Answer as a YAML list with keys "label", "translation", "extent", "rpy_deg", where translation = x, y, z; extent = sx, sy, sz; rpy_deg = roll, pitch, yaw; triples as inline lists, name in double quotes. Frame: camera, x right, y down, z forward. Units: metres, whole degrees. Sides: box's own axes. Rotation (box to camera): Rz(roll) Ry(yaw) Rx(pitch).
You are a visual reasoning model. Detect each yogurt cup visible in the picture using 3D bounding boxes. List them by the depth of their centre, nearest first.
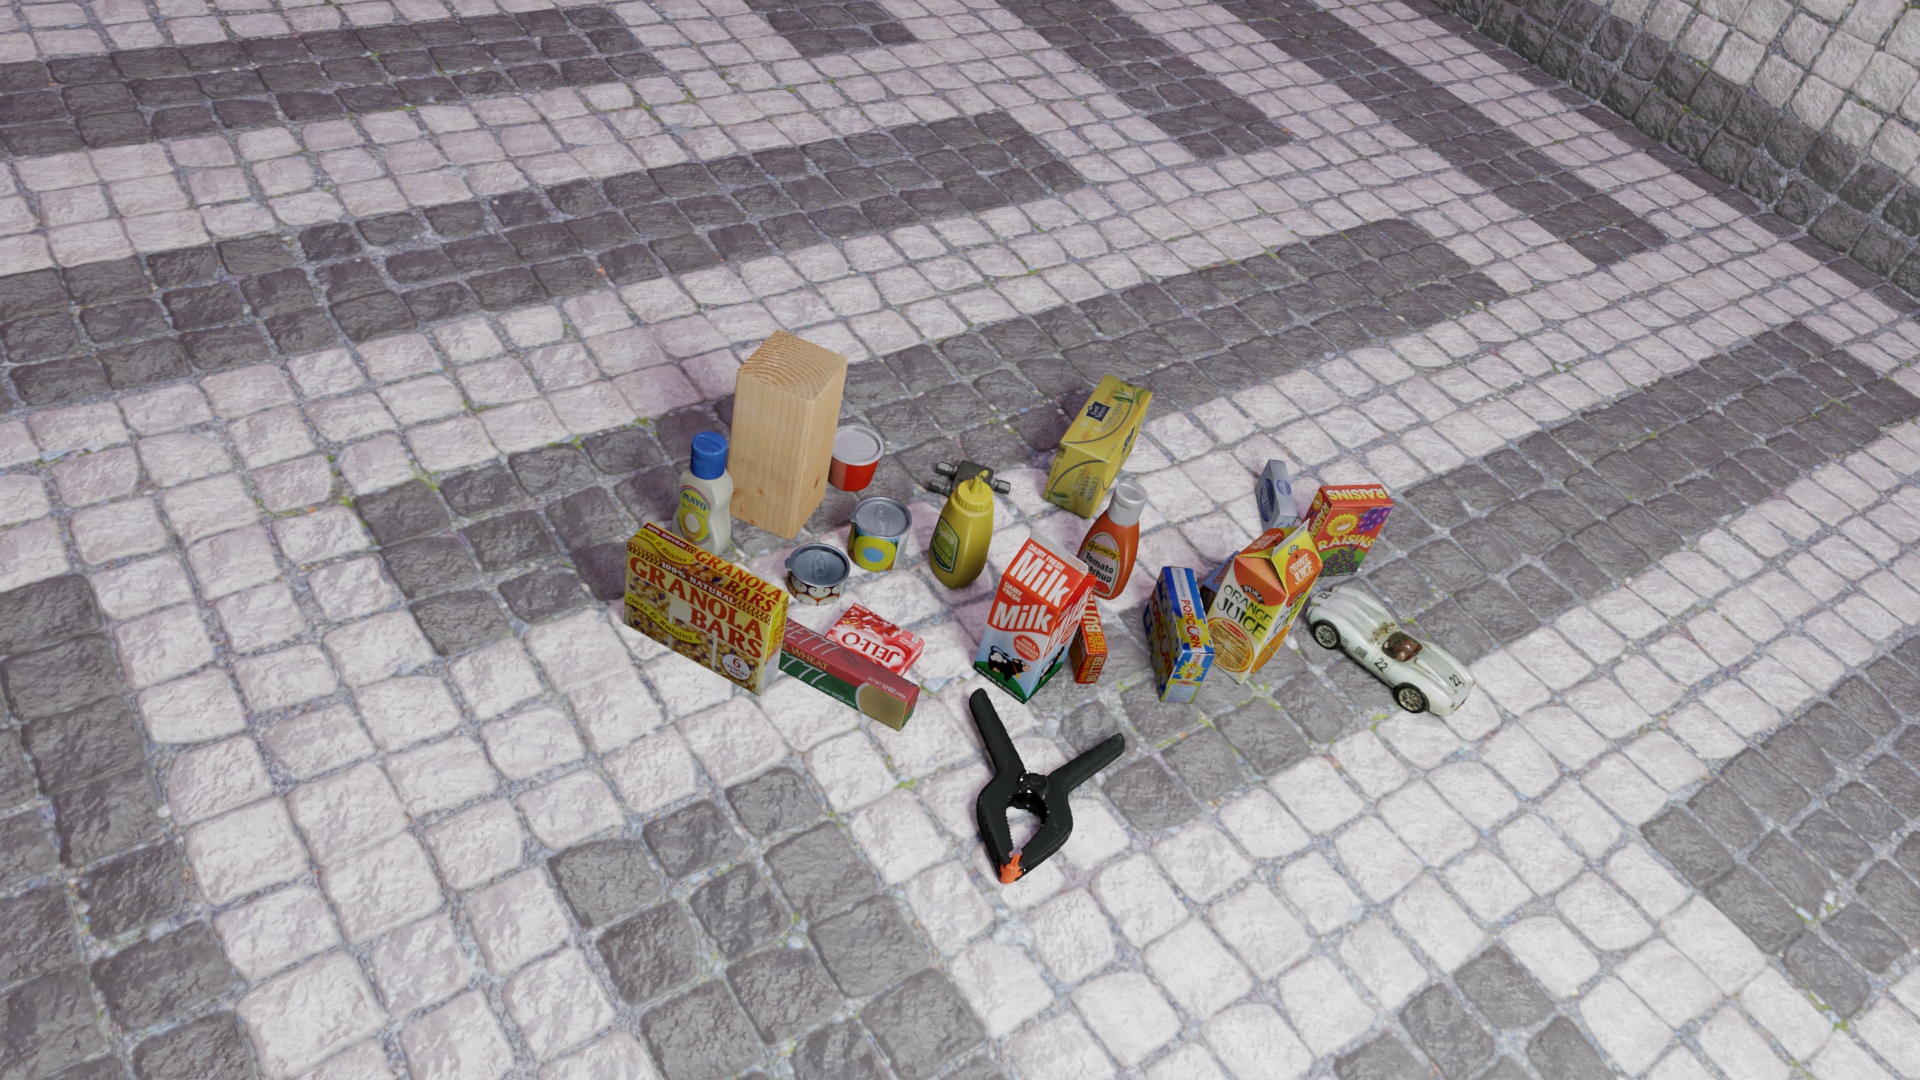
- label: "yogurt cup"
  translation: [-0.128, -0.094, 1.628]
  extent: [0.072, 0.053, 0.073]
  rpy_deg: [8, 44, -8]

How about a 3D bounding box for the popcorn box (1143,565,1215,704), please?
- label: "popcorn box"
  translation: [0.235, 0.101, 1.506]
  extent: [0.038, 0.084, 0.127]
  rpy_deg: [5, 44, -11]

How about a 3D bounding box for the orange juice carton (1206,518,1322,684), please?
- label: "orange juice carton"
  translation: [0.324, 0.059, 1.496]
  extent: [0.073, 0.191, 0.072]
  rpy_deg: [39, 48, 23]

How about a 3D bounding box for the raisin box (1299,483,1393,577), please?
- label: "raisin box"
  translation: [0.449, -0.010, 1.651]
  extent: [0.086, 0.122, 0.040]
  rpy_deg: [-2, 46, -17]

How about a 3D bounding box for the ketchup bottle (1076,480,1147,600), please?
- label: "ketchup bottle"
  translation: [0.171, -0.003, 1.548]
  extent: [0.065, 0.148, 0.044]
  rpy_deg: [33, 46, 18]

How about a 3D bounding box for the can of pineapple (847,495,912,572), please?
- label: "can of pineapple"
  translation: [-0.092, -0.007, 1.546]
  extent: [0.071, 0.057, 0.071]
  rpy_deg: [8, 44, -8]

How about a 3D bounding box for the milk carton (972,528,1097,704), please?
- label: "milk carton"
  translation: [0.079, 0.072, 1.416]
  extent: [0.072, 0.189, 0.074]
  rpy_deg: [34, 46, 19]

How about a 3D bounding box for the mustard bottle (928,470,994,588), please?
- label: "mustard bottle"
  translation: [0.005, -0.019, 1.511]
  extent: [0.049, 0.159, 0.065]
  rpy_deg: [-19, 53, -31]

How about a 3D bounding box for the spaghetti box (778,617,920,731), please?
- label: "spaghetti box"
  translation: [-0.159, 0.115, 1.408]
  extent: [0.250, 0.049, 0.029]
  rpy_deg: [26, 44, 11]

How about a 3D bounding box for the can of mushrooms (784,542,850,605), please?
- label: "can of mushrooms"
  translation: [-0.156, 0.036, 1.501]
  extent: [0.071, 0.033, 0.071]
  rpy_deg: [8, 44, -8]

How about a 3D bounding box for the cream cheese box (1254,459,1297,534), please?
- label: "cream cheese box"
  translation: [0.391, -0.047, 1.724]
  extent: [0.024, 0.053, 0.104]
  rpy_deg: [9, 44, -7]

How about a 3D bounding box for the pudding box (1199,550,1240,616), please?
- label: "pudding box"
  translation: [0.303, 0.053, 1.599]
  extent: [0.030, 0.049, 0.084]
  rpy_deg: [35, 47, 19]

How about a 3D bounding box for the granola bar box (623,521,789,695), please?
- label: "granola bar box"
  translation: [-0.253, 0.068, 1.377]
  extent: [0.166, 0.123, 0.039]
  rpy_deg: [26, 44, 12]

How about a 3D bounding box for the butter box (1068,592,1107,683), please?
- label: "butter box"
  translation: [0.133, 0.100, 1.502]
  extent: [0.024, 0.052, 0.104]
  rpy_deg: [3, 45, -13]

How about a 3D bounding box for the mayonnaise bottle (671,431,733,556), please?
- label: "mayonnaise bottle"
  translation: [-0.272, -0.049, 1.474]
  extent: [0.065, 0.147, 0.041]
  rpy_deg: [29, 45, 14]
